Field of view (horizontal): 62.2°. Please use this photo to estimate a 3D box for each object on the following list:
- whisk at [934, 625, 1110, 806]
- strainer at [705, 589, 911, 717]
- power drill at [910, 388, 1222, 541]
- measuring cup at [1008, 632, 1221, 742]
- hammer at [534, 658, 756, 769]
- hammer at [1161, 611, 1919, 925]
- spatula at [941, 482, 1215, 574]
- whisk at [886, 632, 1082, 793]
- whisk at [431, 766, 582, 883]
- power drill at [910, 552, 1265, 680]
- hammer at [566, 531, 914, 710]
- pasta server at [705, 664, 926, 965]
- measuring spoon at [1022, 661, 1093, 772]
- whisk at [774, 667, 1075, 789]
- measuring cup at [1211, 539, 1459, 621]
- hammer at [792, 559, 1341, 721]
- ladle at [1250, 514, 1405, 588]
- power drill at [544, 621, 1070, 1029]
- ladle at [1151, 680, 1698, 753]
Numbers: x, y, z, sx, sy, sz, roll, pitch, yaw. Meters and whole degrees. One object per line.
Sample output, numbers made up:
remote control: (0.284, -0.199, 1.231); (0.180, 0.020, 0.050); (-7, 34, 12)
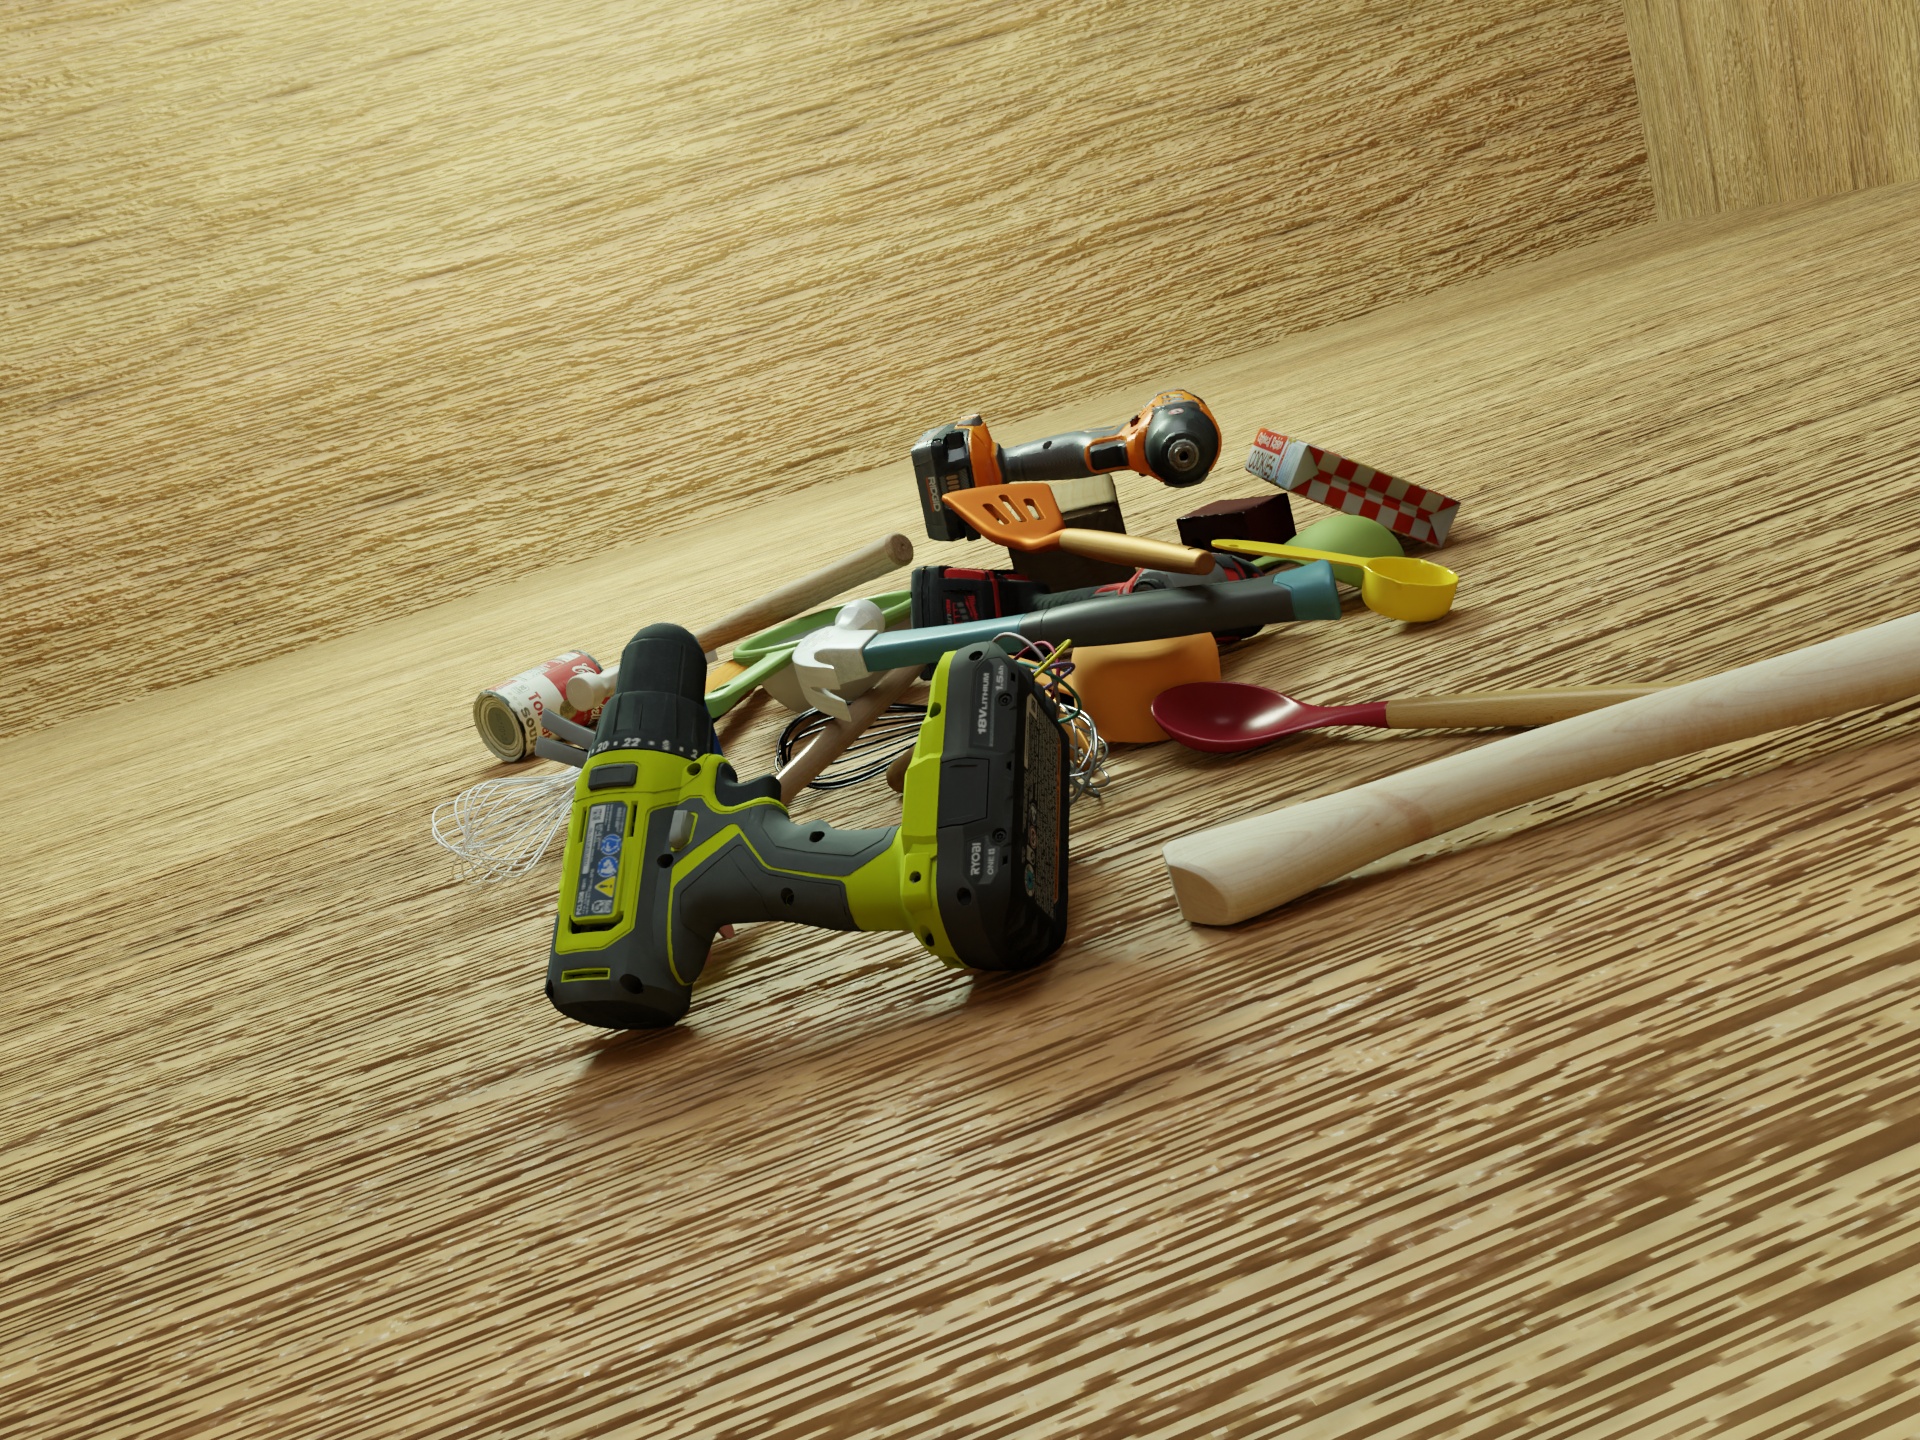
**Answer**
whisk: (0.023, -0.009, 0.923); (0.057, 0.059, 0.247); (24, 11, -26)
strainer: (-0.110, -0.028, 1.153); (0.151, 0.069, 0.256); (-12, 14, 26)
power drill: (0.082, -0.195, 1.191); (0.226, 0.084, 0.164); (-10, 16, 7)
measuring cup: (0.078, -0.039, 0.955); (0.174, 0.052, 0.095); (19, 36, 41)
hammer: (-0.200, -0.013, 1.210); (0.127, 0.034, 0.337); (15, 16, 5)
hammer: (0.282, 0.001, 0.661); (0.410, 0.038, 0.146); (-17, 23, 3)
spatula: (0.075, -0.119, 0.980); (0.081, 0.041, 0.323); (-9, 13, -17)
whisk: (0.006, 0.003, 0.844); (0.051, 0.047, 0.245); (21, -20, -13)
whisk: (-0.274, 0.050, 1.097); (0.070, 0.070, 0.284); (-13, 10, 15)
power drill: (0.081, -0.073, 1.056); (0.220, 0.078, 0.143); (-4, 1, 33)
hammer: (-0.171, -0.083, 1.298); (0.331, 0.031, 0.130); (-21, 4, 34)
pasta server: (-0.091, 0.040, 0.887); (0.060, 0.040, 0.316); (-7, 23, 31)
measuring spoon: (0.051, -0.002, 0.925); (0.011, 0.021, 0.117); (1, 29, -23)
whisk: (-0.002, -0.003, 1.007); (0.239, 0.055, 0.055); (-14, 14, -6)
measuring cup: (0.233, -0.090, 1.005); (0.156, 0.029, 0.062); (12, 24, 23)
hammer: (0.051, -0.053, 0.901); (0.331, 0.033, 0.128); (-6, 23, 26)
ladle: (0.154, -0.075, 1.126); (0.320, 0.062, 0.078); (-17, 7, 25)
power drill: (-0.072, 0.034, 0.708); (0.228, 0.191, 0.080); (-7, -27, 20)
ladle: (0.238, -0.006, 0.785); (0.315, 0.031, 0.069); (-3, 25, 37)
